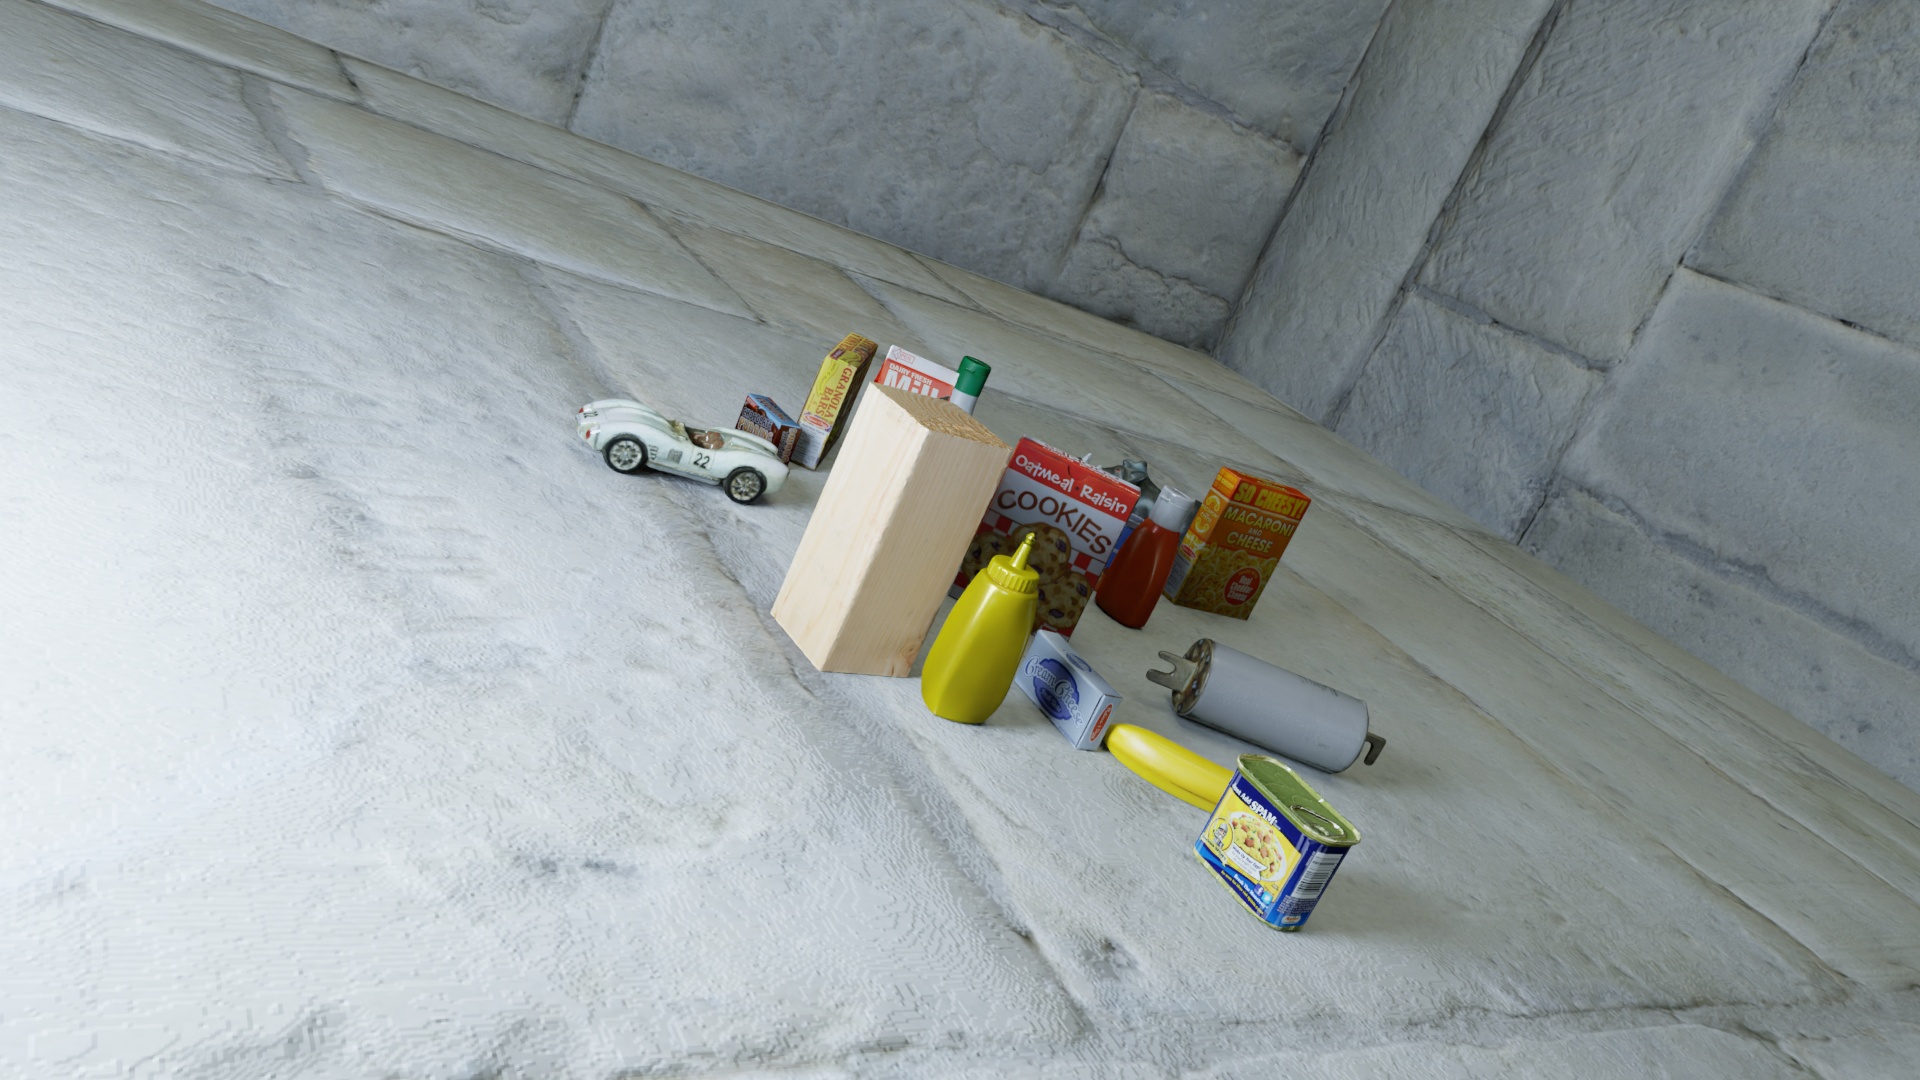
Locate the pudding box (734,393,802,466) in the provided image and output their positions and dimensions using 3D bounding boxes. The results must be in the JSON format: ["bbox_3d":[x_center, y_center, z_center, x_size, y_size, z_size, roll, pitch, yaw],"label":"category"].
[{"bbox_3d":[-0.203,-0.116,1.463,0.030,0.049,0.084,10,22,-40],"label":"pudding box"}]

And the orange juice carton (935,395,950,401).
[{"bbox_3d":[-0.058,-0.036,1.184,0.073,0.192,0.072,29,17,12],"label":"orange juice carton"}]

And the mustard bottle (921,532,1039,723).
[{"bbox_3d":[0.024,0.063,1.060,0.065,0.159,0.049,15,19,-29],"label":"mustard bottle"}]

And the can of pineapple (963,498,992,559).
[{"bbox_3d":[0.005,-0.018,1.445,0.071,0.057,0.071,23,17,-7],"label":"can of pineapple"}]

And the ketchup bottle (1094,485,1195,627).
[{"bbox_3d":[0.197,0.015,1.455,0.043,0.148,0.065,9,23,-43],"label":"ketchup bottle"}]

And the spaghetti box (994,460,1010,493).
[{"bbox_3d":[0.070,-0.032,1.586,0.029,0.050,0.251,22,17,-11],"label":"spaghetti box"}]

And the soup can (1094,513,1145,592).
[{"bbox_3d":[0.173,0.014,1.537,0.071,0.083,0.071,23,17,-7],"label":"soup can"}]

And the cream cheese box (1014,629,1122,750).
[{"bbox_3d":[0.088,0.123,1.150,0.024,0.053,0.104,12,21,-36],"label":"cream cheese box"}]

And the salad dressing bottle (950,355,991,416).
[{"bbox_3d":[-0.009,-0.146,1.650,0.064,0.147,0.044,29,17,13],"label":"salad dressing bottle"}]

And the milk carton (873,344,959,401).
[{"bbox_3d":[-0.070,-0.086,1.318,0.072,0.190,0.074,22,17,-9],"label":"milk carton"}]

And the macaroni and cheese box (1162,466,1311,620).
[{"bbox_3d":[0.319,0.005,1.622,0.124,0.166,0.040,13,20,-34],"label":"macaroni and cheese box"}]

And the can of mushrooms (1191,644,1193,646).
[{"bbox_3d":[0.254,0.134,1.376,0.071,0.033,0.071,23,17,-7],"label":"can of mushrooms"}]

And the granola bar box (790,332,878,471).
[{"bbox_3d":[-0.142,-0.157,1.541,0.039,0.123,0.166,24,17,-3],"label":"granola bar box"}]

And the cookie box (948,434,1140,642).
[{"bbox_3d":[0.078,0.001,1.303,0.123,0.167,0.040,25,17,1],"label":"cookie box"}]
